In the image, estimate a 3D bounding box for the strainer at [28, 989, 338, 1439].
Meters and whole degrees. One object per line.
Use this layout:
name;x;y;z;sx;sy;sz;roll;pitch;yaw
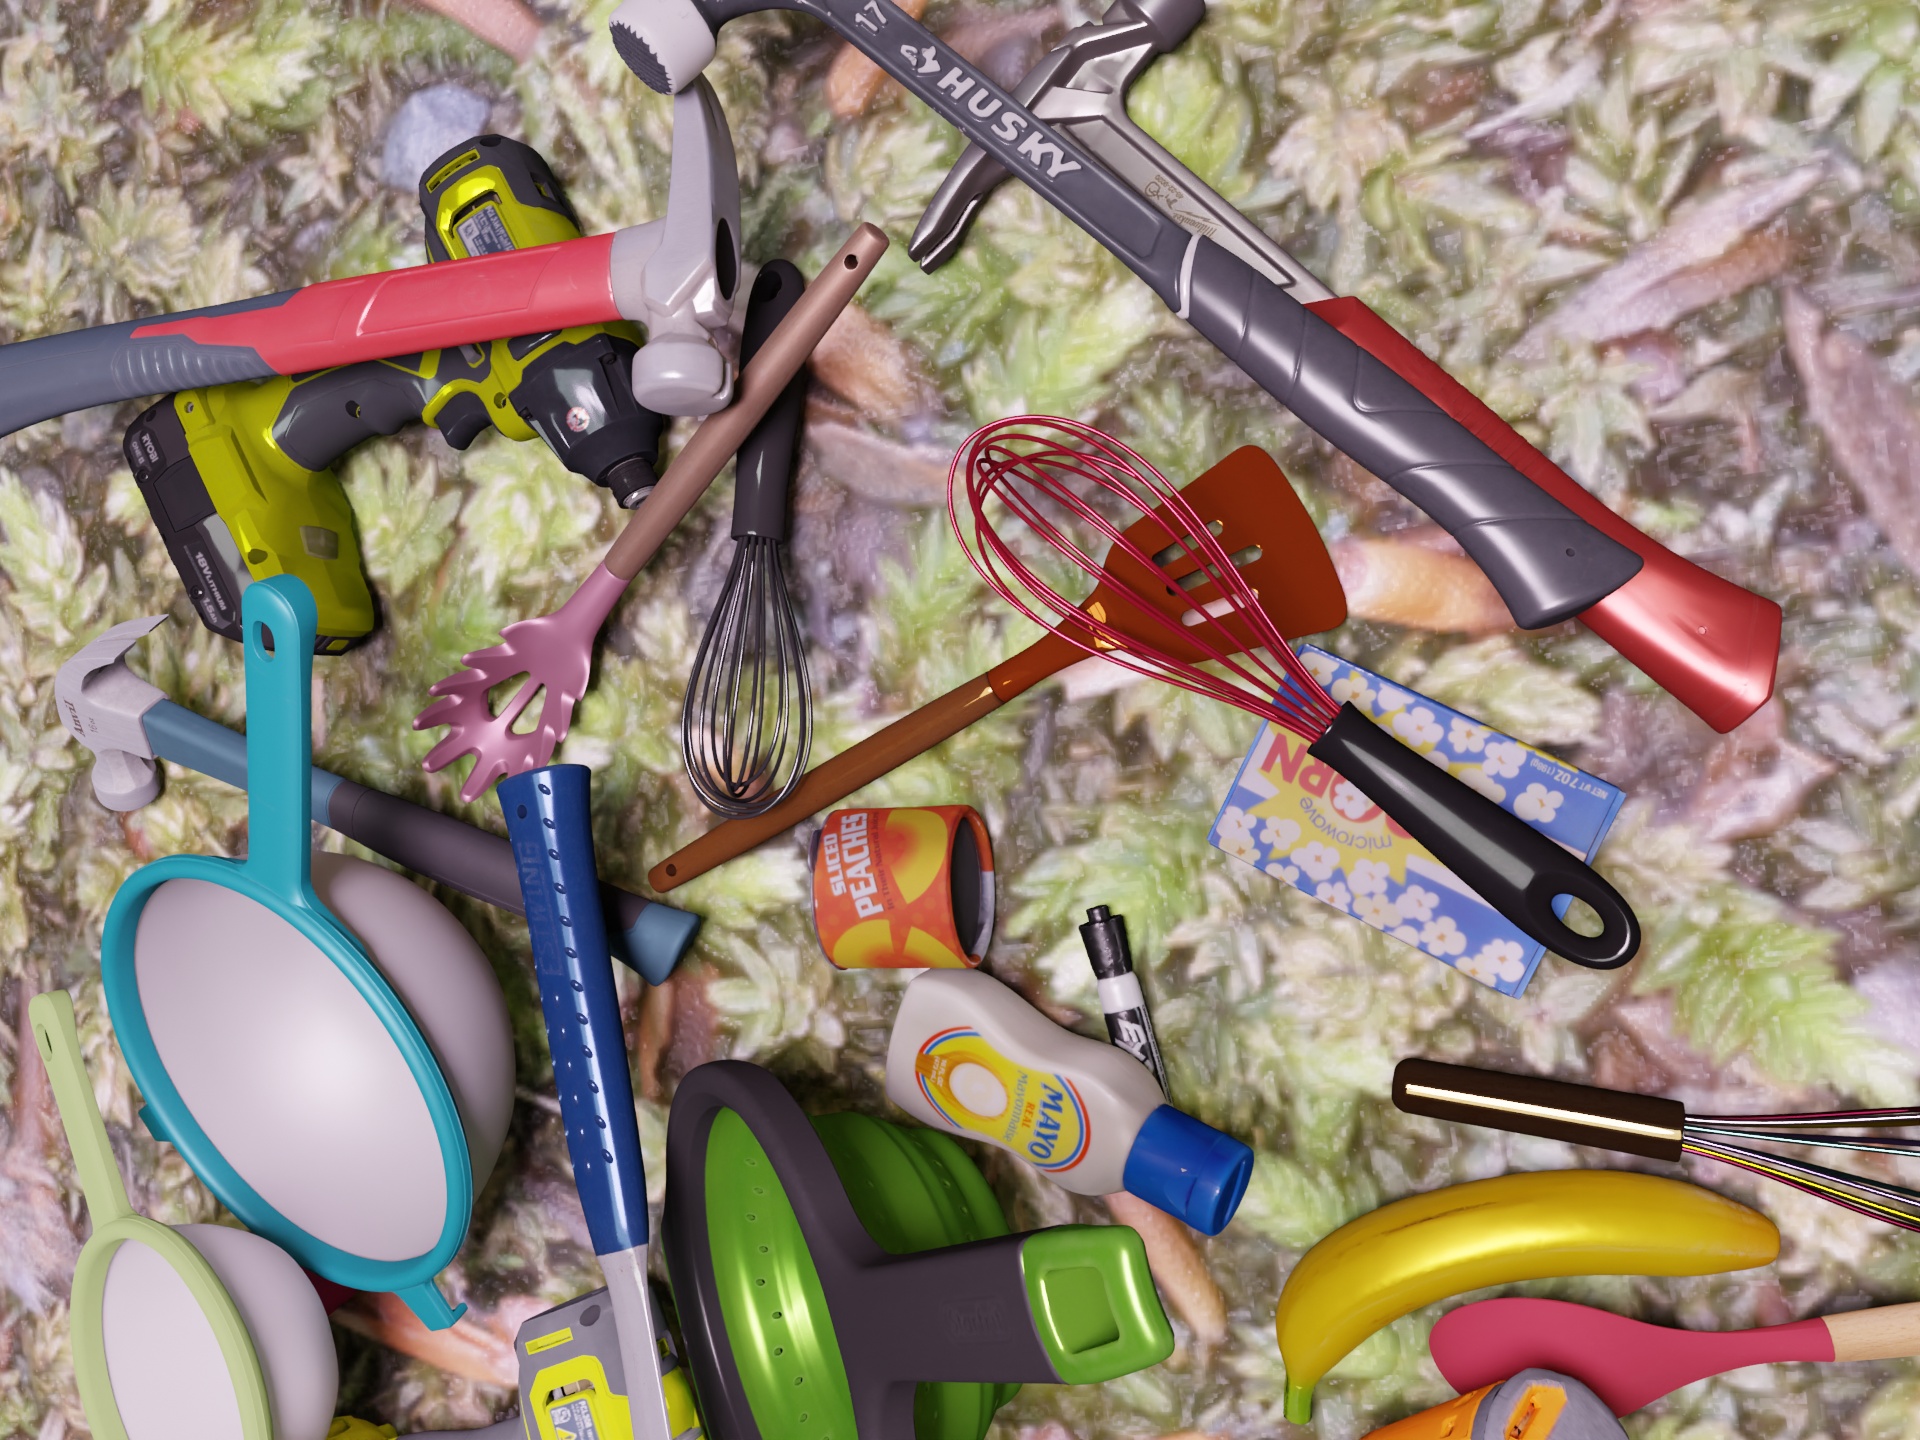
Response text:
strainer;-0.341;0.233;0.703;0.151;0.069;0.256;-34;75;35

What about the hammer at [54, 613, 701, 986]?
hammer;-0.269;0.044;0.723;0.331;0.033;0.128;21;136;11

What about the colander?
colander;-0.005;0.195;0.546;0.397;0.094;0.205;-42;62;58

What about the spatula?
spatula;-0.001;-0.002;0.659;0.322;0.041;0.081;-29;81;21

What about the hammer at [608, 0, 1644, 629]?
hammer;0.070;-0.174;0.570;0.409;0.036;0.149;41;78;9

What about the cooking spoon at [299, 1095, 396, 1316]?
cooking spoon;-0.337;0.336;0.780;0.069;0.017;0.319;20;97;18

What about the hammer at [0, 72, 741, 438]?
hammer;-0.274;-0.177;0.661;0.386;0.038;0.143;-4;79;16

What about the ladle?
ladle;0.323;0.208;0.543;0.315;0.031;0.069;-12;122;12

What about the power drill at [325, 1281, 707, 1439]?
power drill;-0.203;0.371;0.700;0.228;0.080;0.191;-24;78;17

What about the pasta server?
pasta server;-0.130;-0.079;0.659;0.060;0.040;0.316;40;118;-8

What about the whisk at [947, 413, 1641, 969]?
whisk;0.115;-0.010;0.563;0.296;0.073;0.073;38;103;8

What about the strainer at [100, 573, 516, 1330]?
strainer;-0.255;0.082;0.669;0.211;0.095;0.340;24;121;19

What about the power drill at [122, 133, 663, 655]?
power drill;-0.245;-0.128;0.708;0.223;0.080;0.171;-30;81;14

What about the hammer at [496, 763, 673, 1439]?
hammer;-0.135;0.218;0.621;0.144;0.035;0.406;-22;75;35

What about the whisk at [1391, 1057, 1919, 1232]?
whisk;0.280;0.148;0.564;0.245;0.051;0.047;5;71;22

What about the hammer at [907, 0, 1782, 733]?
hammer;0.147;-0.122;0.596;0.359;0.036;0.149;45;101;12

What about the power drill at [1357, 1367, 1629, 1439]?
power drill;0.222;0.339;0.548;0.226;0.084;0.164;46;140;11

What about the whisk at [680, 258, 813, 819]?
whisk;-0.083;-0.078;0.666;0.055;0.055;0.239;2;85;18
